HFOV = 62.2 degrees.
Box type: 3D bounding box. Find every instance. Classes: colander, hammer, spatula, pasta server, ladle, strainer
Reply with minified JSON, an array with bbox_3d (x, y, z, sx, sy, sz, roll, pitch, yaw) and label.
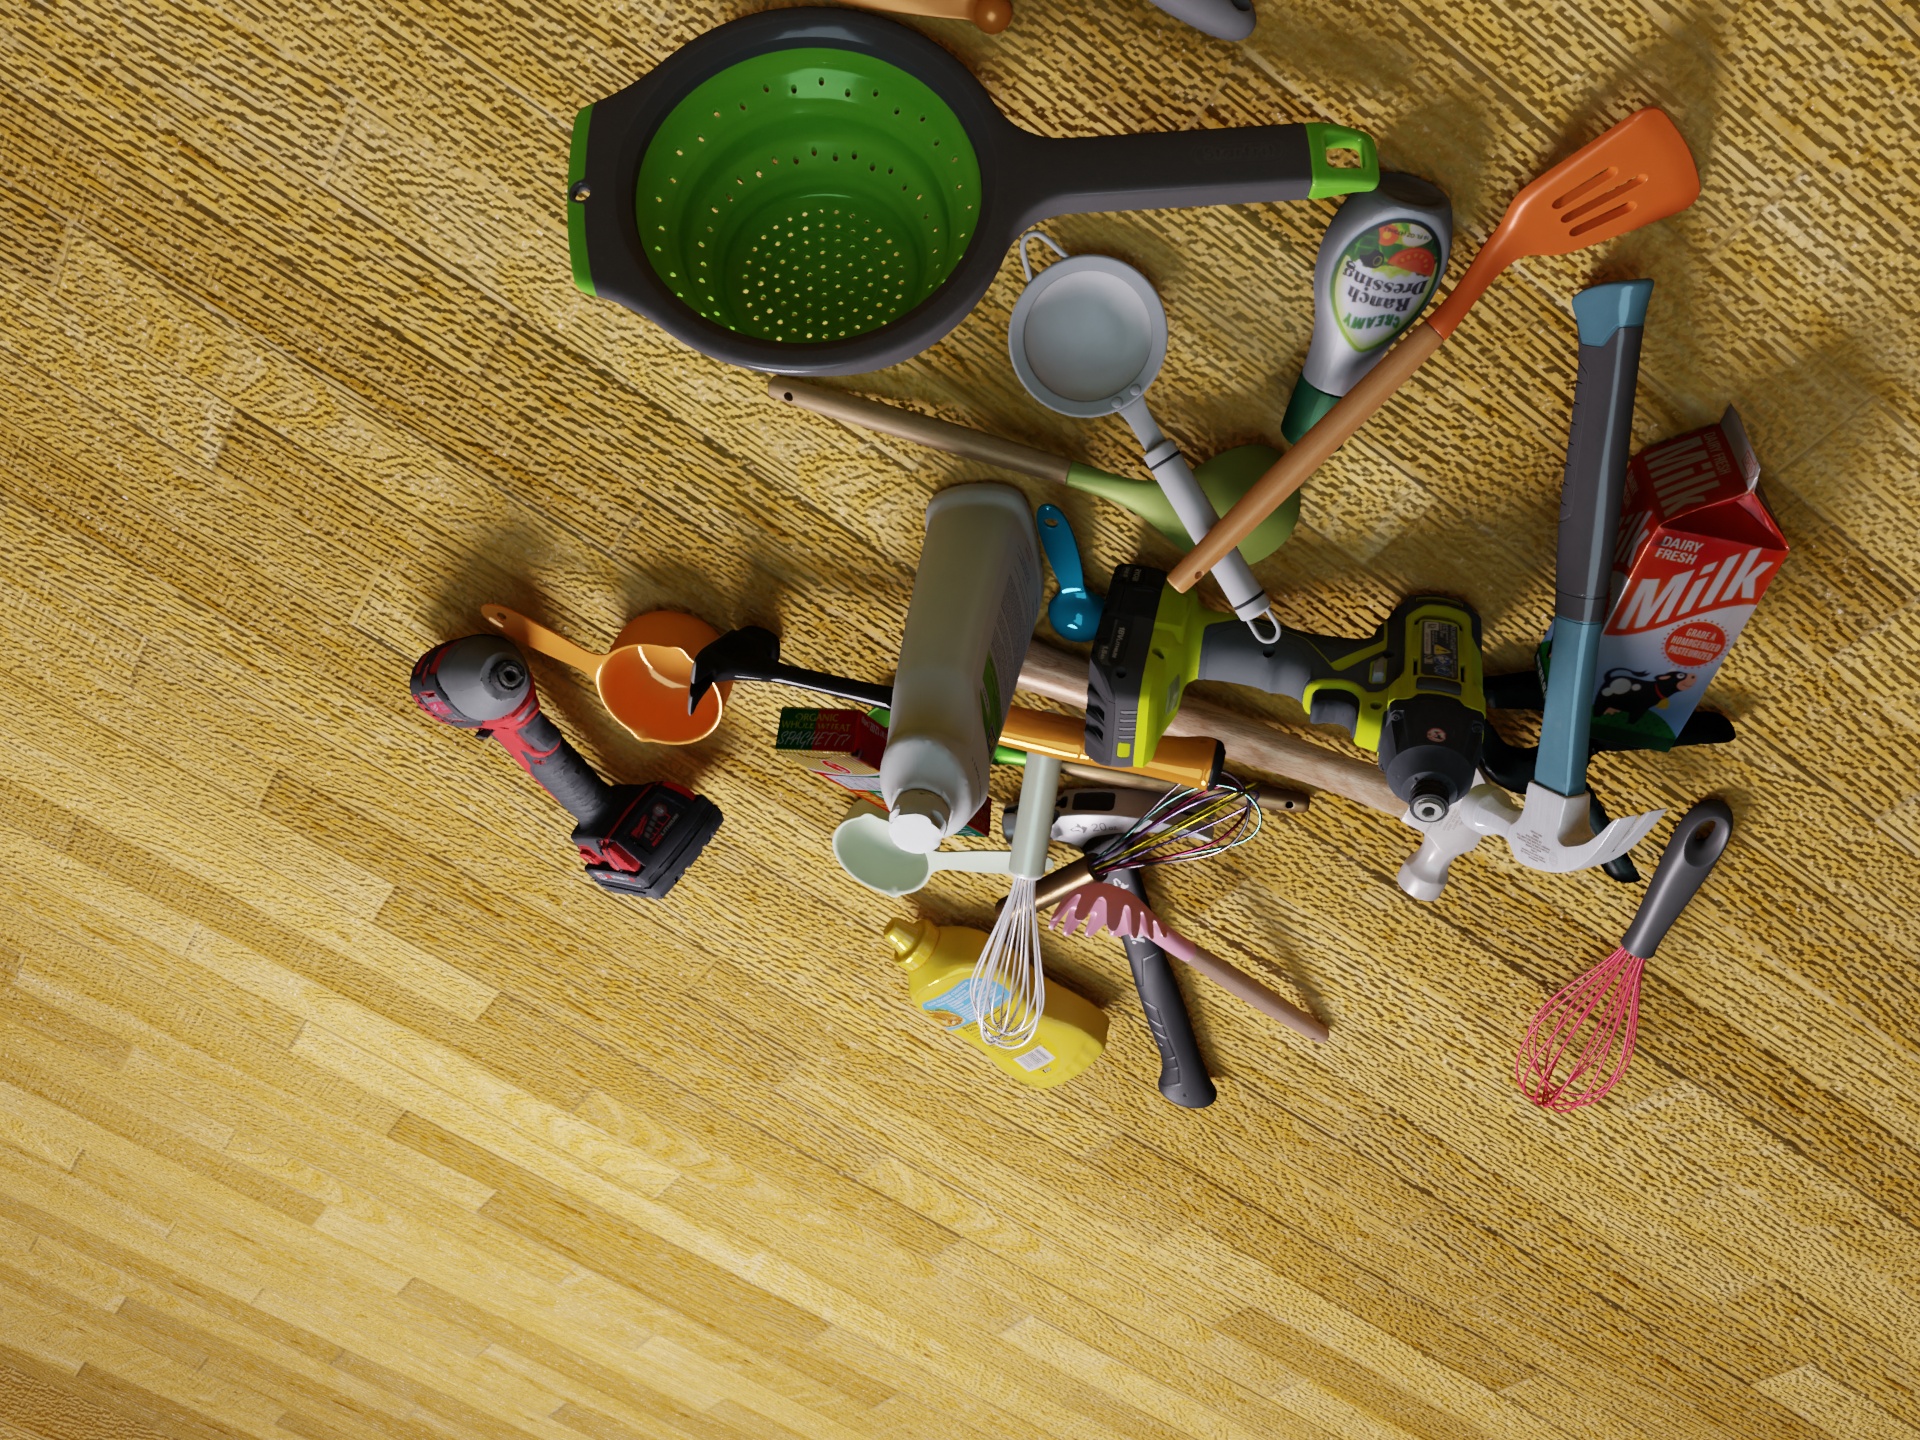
[{"bbox_3d":[0.007,-0.254,0.813,0.397,0.205,0.094,-3,164,0],"label":"colander"},{"bbox_3d":[0.336,-0.070,0.864,0.033,0.128,0.330,-10,112,-21],"label":"hammer"},{"bbox_3d":[0.147,0.180,1.197,0.146,0.035,0.334,-7,128,20],"label":"hammer"},{"bbox_3d":[-0.002,-0.003,1.002,0.337,0.127,0.034,12,107,8],"label":"hammer"},{"bbox_3d":[0.229,-0.177,0.815,0.322,0.041,0.081,-45,139,16],"label":"spatula"},{"bbox_3d":[0.176,0.182,1.136,0.060,0.040,0.316,-6,150,45],"label":"pasta server"},{"bbox_3d":[0.186,0.011,1.037,0.331,0.031,0.130,20,123,0],"label":"hammer"},{"bbox_3d":[0.042,-0.159,0.936,0.320,0.062,0.078,17,132,7],"label":"ladle"},{"bbox_3d":[0.105,-0.152,0.875,0.087,0.050,0.258,-31,94,10],"label":"strainer"}]

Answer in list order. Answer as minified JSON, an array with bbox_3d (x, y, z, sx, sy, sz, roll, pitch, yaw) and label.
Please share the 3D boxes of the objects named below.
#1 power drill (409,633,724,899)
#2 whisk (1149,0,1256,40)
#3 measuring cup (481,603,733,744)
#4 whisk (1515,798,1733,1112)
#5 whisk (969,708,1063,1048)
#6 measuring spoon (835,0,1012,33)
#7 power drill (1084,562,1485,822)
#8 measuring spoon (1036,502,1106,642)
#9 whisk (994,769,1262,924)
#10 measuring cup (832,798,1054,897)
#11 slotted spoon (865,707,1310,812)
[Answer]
[{"bbox_3d":[-0.278,0.026,1.110,0.219,0.078,0.143,47,154,-23],"label":"power drill"},{"bbox_3d":[0.037,-0.382,0.736,0.239,0.055,0.055,26,131,-14],"label":"whisk"},{"bbox_3d":[-0.235,-0.051,1.080,0.173,0.052,0.095,26,131,-7],"label":"measuring cup"},{"bbox_3d":[0.461,0.171,1.104,0.073,0.073,0.295,14,125,2],"label":"whisk"},{"bbox_3d":[0.043,0.110,1.084,0.059,0.057,0.246,19,108,37],"label":"whisk"},{"bbox_3d":[-0.032,-0.361,0.787,0.117,0.011,0.021,13,112,1],"label":"measuring spoon"},{"bbox_3d":[0.190,-0.017,0.931,0.223,0.171,0.080,8,131,11],"label":"power drill"},{"bbox_3d":[0.064,-0.085,0.973,0.042,0.021,0.128,0,148,17],"label":"measuring spoon"},{"bbox_3d":[0.111,0.092,1.079,0.051,0.047,0.245,41,134,-18],"label":"whisk"},{"bbox_3d":[-0.009,0.088,1.142,0.167,0.038,0.083,1,129,20],"label":"measuring cup"},{"bbox_3d":[0.083,0.032,1.091,0.314,0.031,0.070,9,114,2],"label":"slotted spoon"}]
